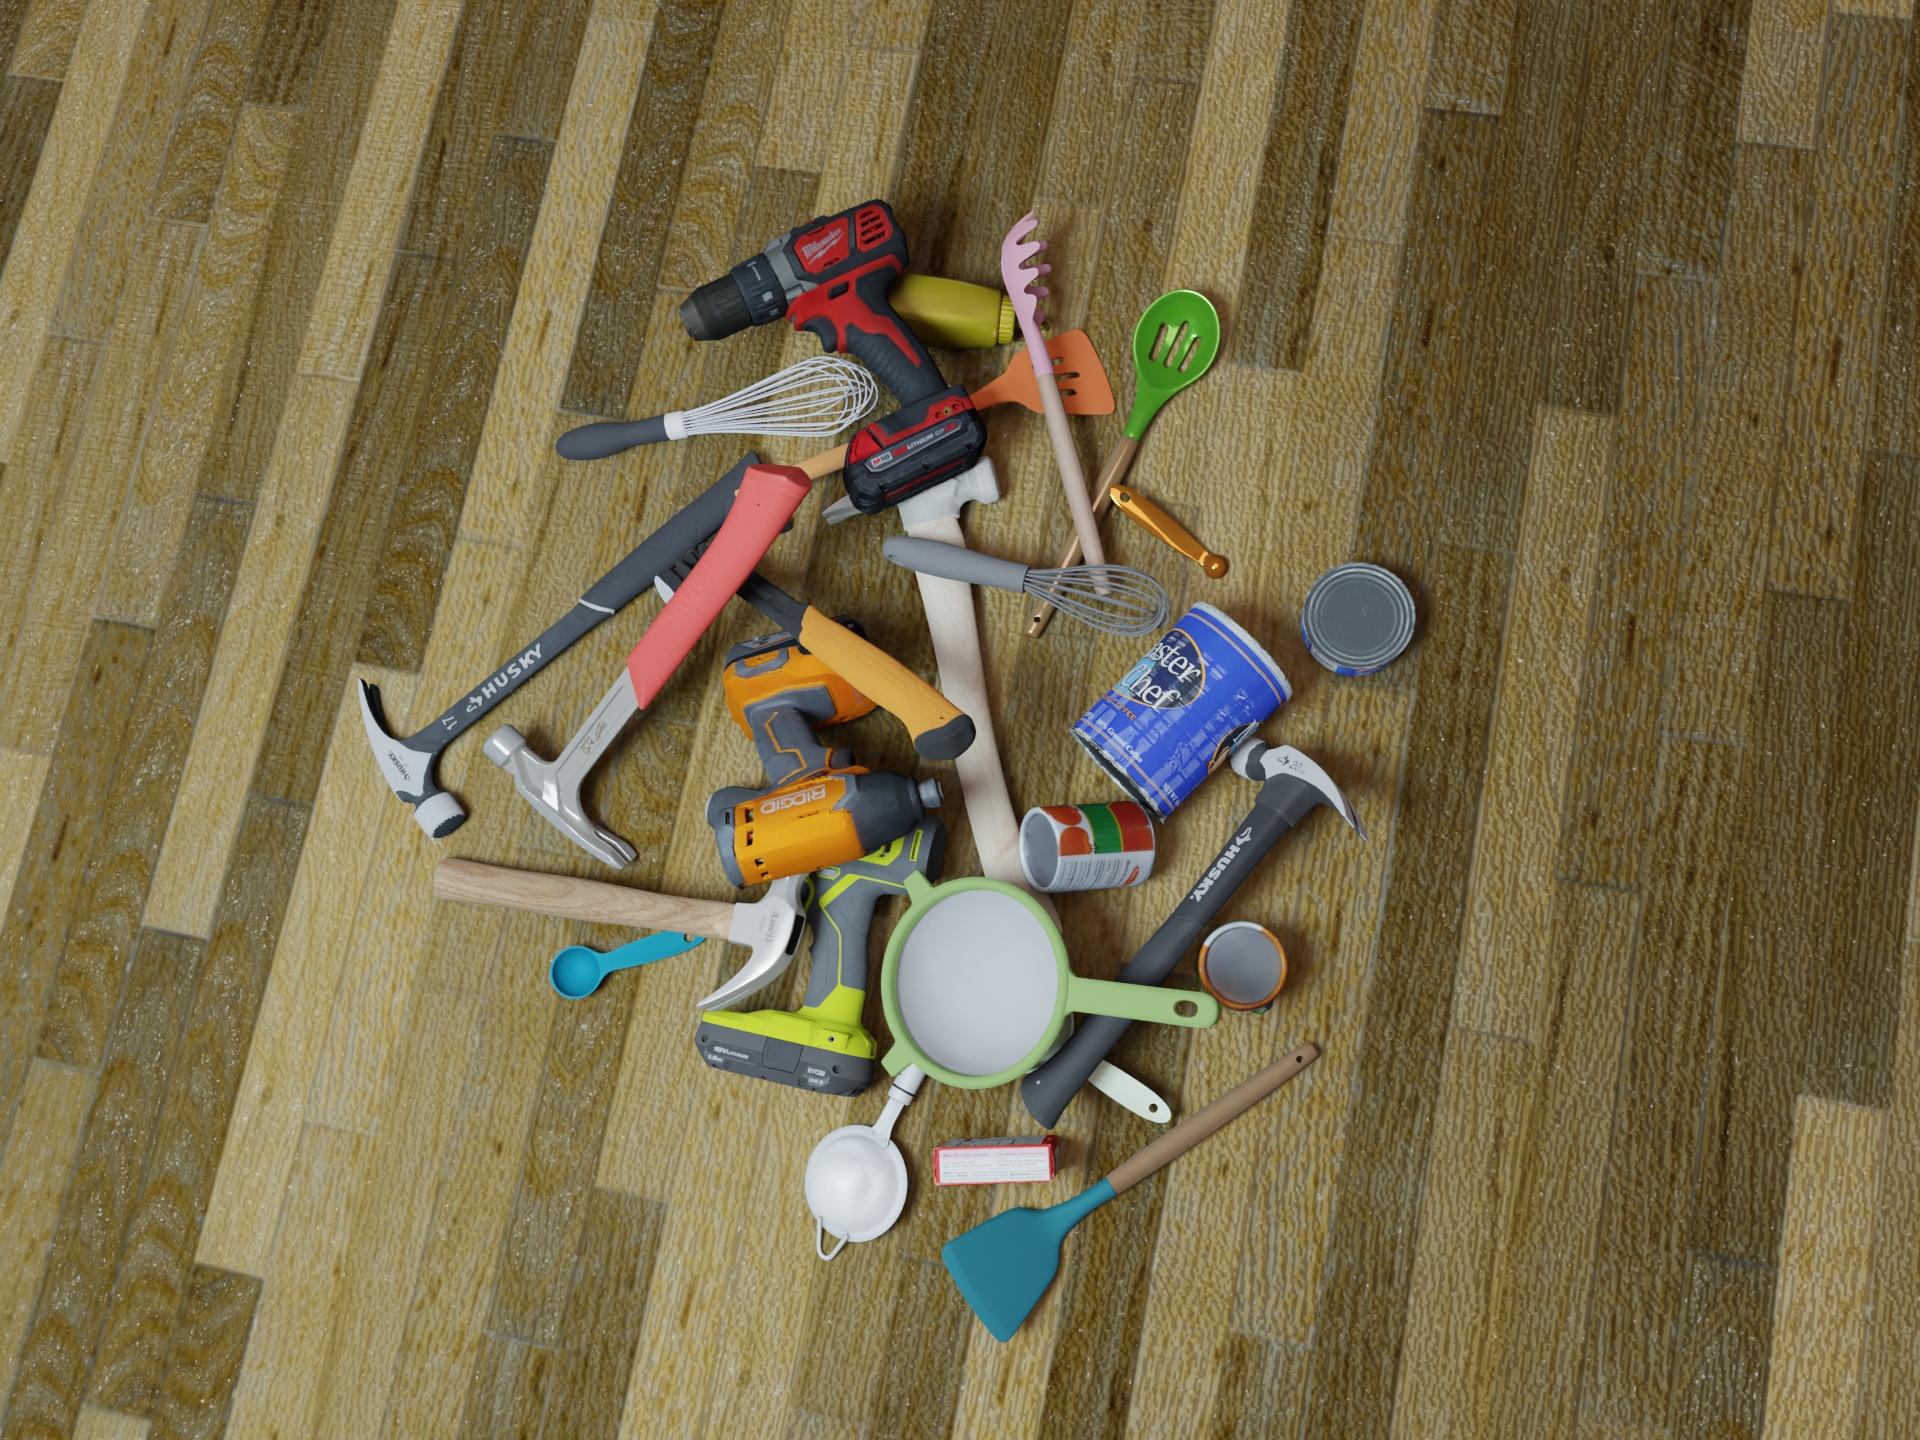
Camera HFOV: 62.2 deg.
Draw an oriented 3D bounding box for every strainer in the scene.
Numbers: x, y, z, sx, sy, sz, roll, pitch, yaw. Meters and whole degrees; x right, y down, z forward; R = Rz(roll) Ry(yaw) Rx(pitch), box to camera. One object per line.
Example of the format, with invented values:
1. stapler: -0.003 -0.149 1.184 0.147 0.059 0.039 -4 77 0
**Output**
1. strainer: 0.069 0.195 1.148 0.256 0.069 0.151 3 81 25
2. strainer: -0.051 0.293 1.220 0.087 0.050 0.258 25 79 25

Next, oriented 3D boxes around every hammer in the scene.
1. hammer: -0.097 -0.067 1.205 0.127 0.034 0.337 -37 47 -19
2. hammer: -0.220 -0.048 1.213 0.149 0.037 0.359 41 114 -2
3. hammer: -0.002 -0.004 1.272 0.146 0.038 0.411 -13 78 6
4. hammer: -0.273 0.145 1.237 0.331 0.031 0.130 5 74 23
5. hammer: 0.161 0.161 1.167 0.335 0.146 0.035 -50 121 -6
6. hammer: -0.322 -0.086 1.328 0.409 0.036 0.149 -40 76 -2

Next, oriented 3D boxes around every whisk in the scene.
1. whisk: -0.207 -0.254 1.339 0.284 0.070 0.070 -9 78 11
2. whisk: 0.049 -0.111 1.241 0.239 0.055 0.055 14 81 15

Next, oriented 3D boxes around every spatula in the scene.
1. spatula: 0.136 0.336 1.185 0.317 0.044 0.082 -34 84 -2
2. spatula: -0.032 -0.239 1.313 0.322 0.041 0.081 -21 79 1

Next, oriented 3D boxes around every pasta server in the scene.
1. pasta server: 0.083 -0.254 1.279 0.040 0.060 0.316 -15 85 11

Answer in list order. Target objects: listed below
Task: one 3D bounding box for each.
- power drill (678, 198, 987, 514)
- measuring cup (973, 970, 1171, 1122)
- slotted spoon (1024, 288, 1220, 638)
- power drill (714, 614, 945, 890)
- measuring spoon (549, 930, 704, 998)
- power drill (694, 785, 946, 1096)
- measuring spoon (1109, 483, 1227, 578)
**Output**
1. power drill: -0.098 -0.279 1.249 0.188 0.080 0.227 -26 87 -5
2. measuring cup: 0.087 0.255 1.211 0.167 0.038 0.083 32 85 10
3. slotted spoon: 0.125 -0.208 1.300 0.070 0.031 0.314 26 85 8
4. power drill: -0.101 0.020 1.198 0.164 0.084 0.227 -15 40 4
5. measuring spoon: -0.265 0.190 1.280 0.128 0.021 0.042 -17 78 -6
6. power drill: -0.126 0.163 1.235 0.190 0.080 0.228 10 78 13
7. measuring spoon: 0.167 -0.154 1.281 0.117 0.011 0.021 37 86 0
